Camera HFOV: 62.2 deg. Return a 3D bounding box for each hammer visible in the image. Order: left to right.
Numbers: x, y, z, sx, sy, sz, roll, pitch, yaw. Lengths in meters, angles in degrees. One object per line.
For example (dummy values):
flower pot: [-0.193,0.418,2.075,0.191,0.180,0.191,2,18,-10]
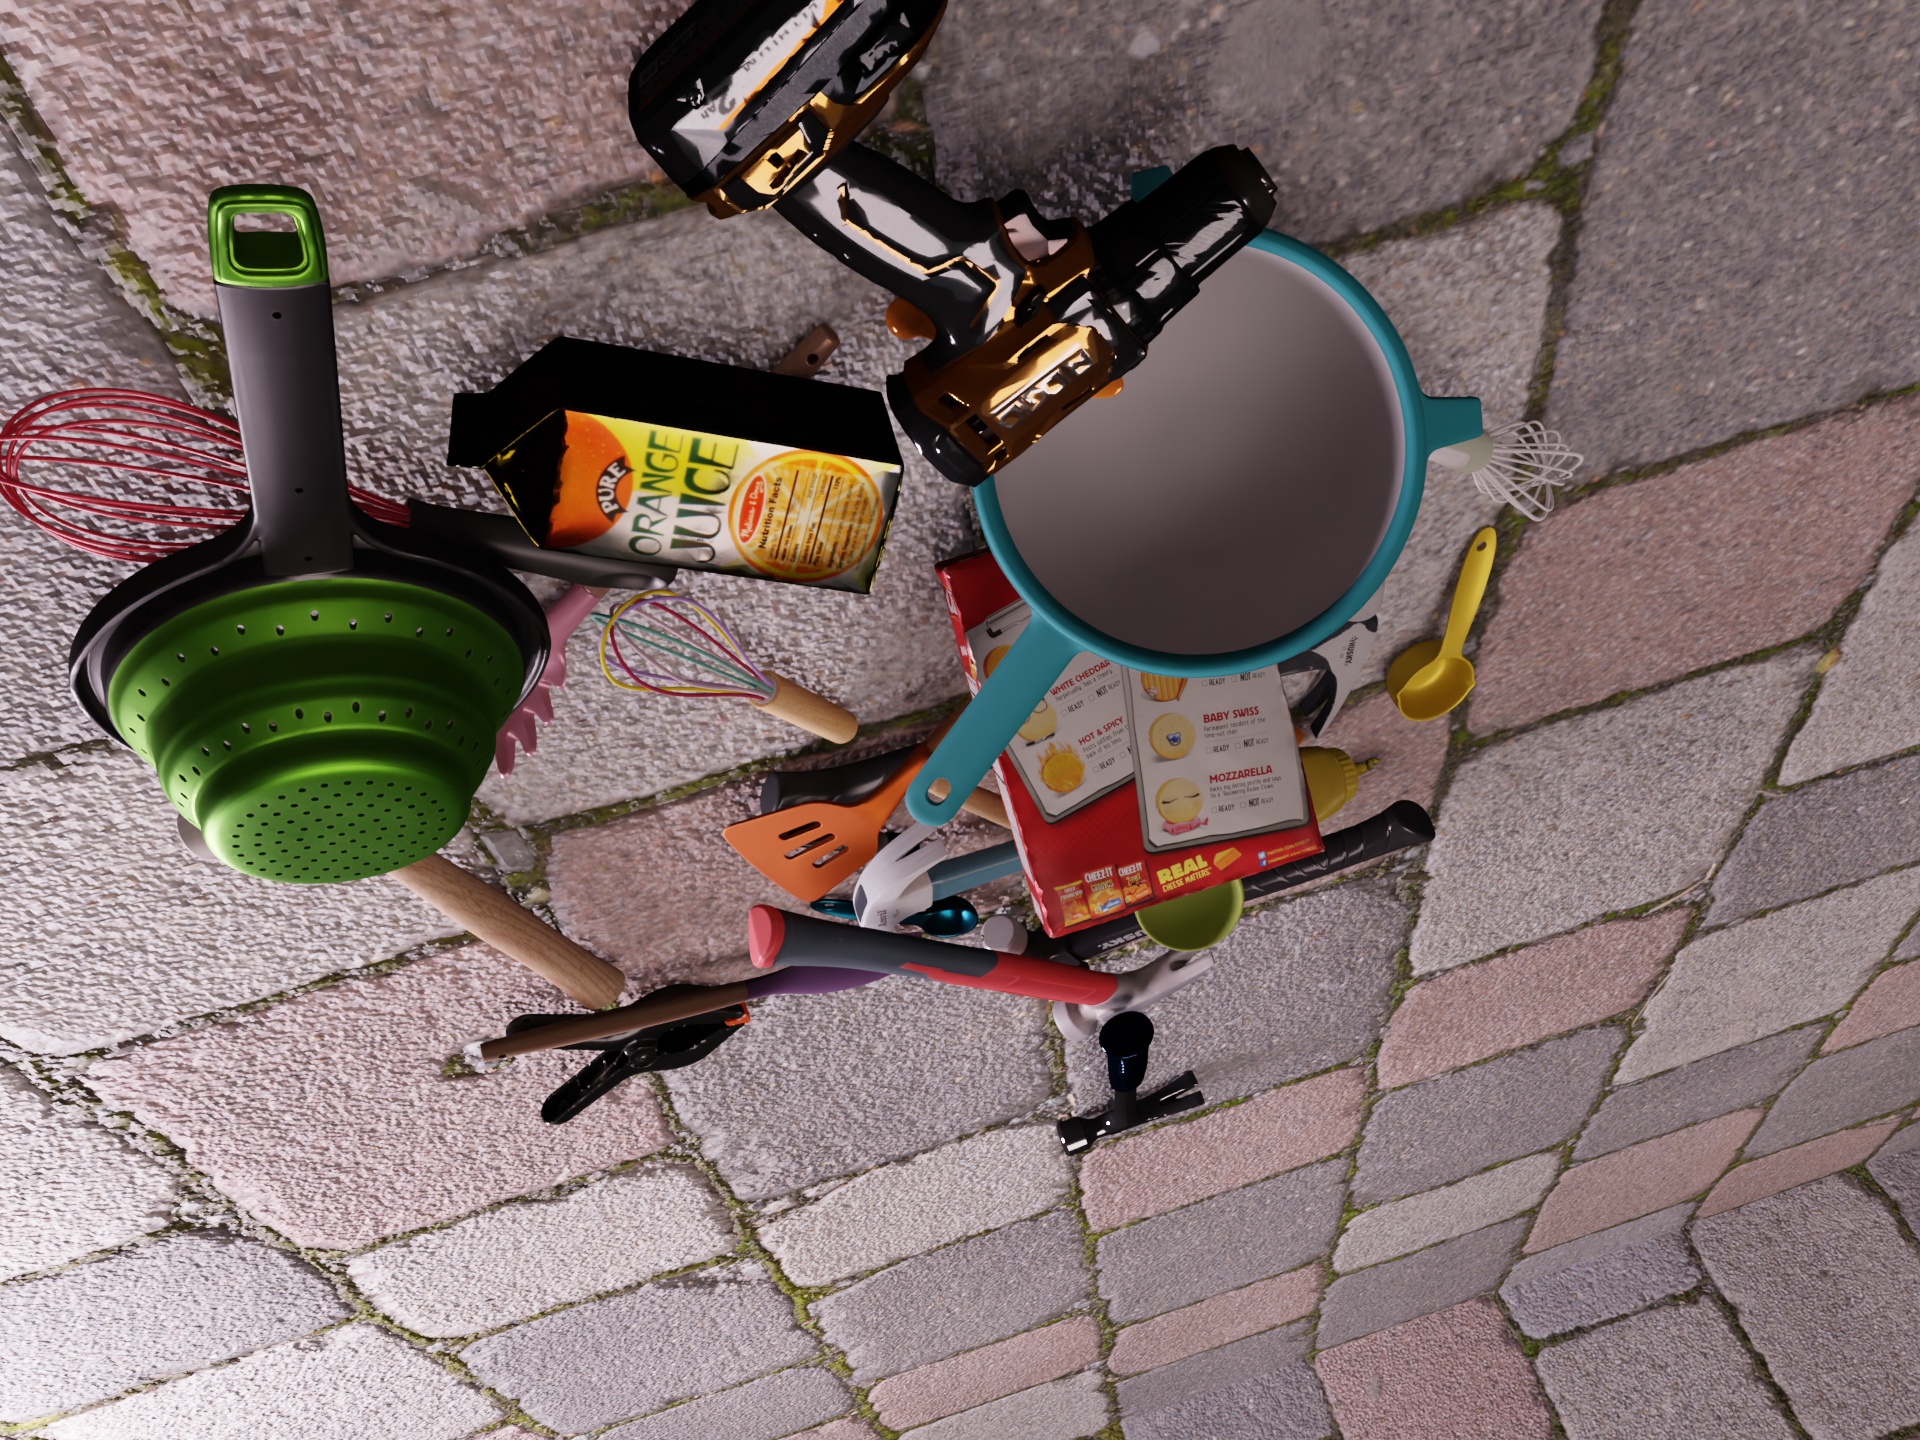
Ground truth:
hammer: [-0.303,0.106,0.970,0.130,0.031,0.331,-26,144,8]
hammer: [0.017,0.163,1.096,0.143,0.038,0.386,-35,145,30]
hammer: [0.070,0.004,1.016,0.409,0.036,0.149,-16,144,-6]
hammer: [0.085,0.079,1.100,0.331,0.033,0.128,-17,147,-12]
hammer: [0.148,0.311,1.374,0.144,0.035,0.405,-20,157,-3]
hammer: [0.193,0.134,1.200,0.335,0.035,0.146,-23,146,18]

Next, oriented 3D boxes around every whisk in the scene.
whisk: [-0.265,-0.090,0.700,0.295,0.073,0.073,8,135,-31]
whisk: [-0.120,-0.019,0.854,0.051,0.047,0.244,1,168,23]
whisk: [0.279,-0.145,0.861,0.058,0.059,0.246,-8,176,38]

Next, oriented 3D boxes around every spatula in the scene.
spatula: [-0.177,0.198,1.123,0.316,0.018,0.059,-11,141,-19]
spatula: [-0.002,-0.003,0.949,0.322,0.041,0.081,-42,119,8]

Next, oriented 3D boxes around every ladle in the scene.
ladle: [0.085,0.088,1.030,0.078,0.062,0.319,-49,140,13]

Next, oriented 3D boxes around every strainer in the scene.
strainer: [0.081,-0.086,0.798,0.211,0.095,0.340,37,113,2]

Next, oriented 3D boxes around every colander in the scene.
colander: [-0.260,-0.034,0.644,0.204,0.095,0.396,-7,150,-21]

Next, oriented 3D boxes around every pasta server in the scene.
pasta server: [-0.167,-0.079,0.793,0.060,0.040,0.316,32,119,-34]

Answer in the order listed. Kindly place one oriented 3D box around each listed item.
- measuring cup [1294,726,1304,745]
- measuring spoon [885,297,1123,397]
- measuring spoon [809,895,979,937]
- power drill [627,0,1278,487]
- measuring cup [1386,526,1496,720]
measuring cup: [0.162,0.018,0.995,0.173,0.095,0.052,-21,145,-32]
measuring spoon: [0.019,-0.170,0.731,0.117,0.011,0.021,20,110,8]
measuring spoon: [-0.048,0.133,1.144,0.128,0.021,0.042,10,140,-22]
power drill: [0.005,-0.216,0.635,0.185,0.084,0.226,-35,130,19]
measuring cup: [0.324,-0.068,1.061,0.062,0.029,0.156,-8,130,-17]
